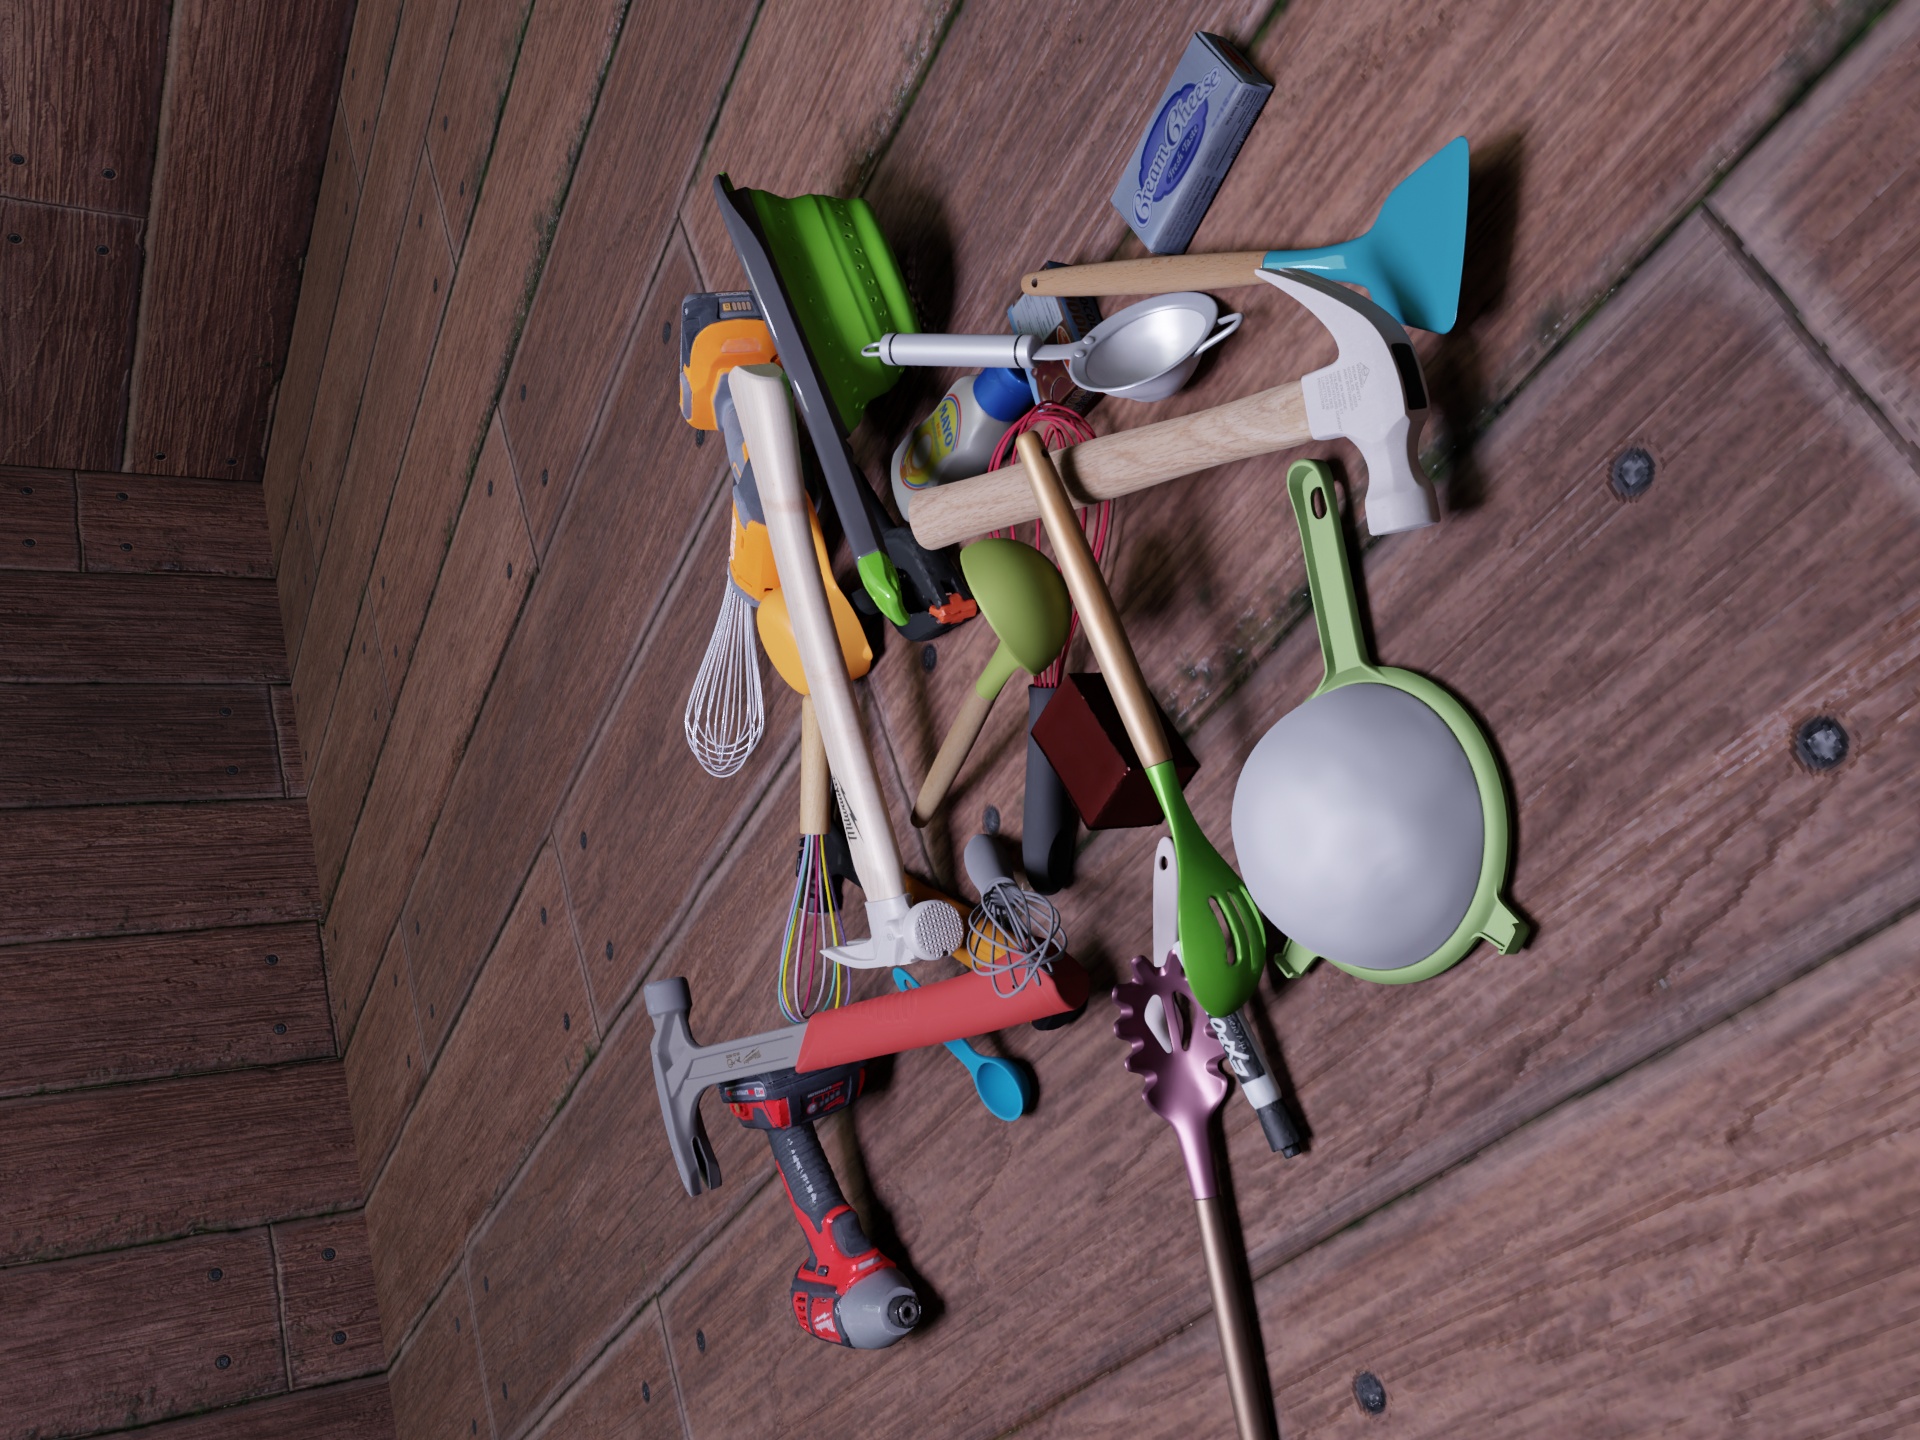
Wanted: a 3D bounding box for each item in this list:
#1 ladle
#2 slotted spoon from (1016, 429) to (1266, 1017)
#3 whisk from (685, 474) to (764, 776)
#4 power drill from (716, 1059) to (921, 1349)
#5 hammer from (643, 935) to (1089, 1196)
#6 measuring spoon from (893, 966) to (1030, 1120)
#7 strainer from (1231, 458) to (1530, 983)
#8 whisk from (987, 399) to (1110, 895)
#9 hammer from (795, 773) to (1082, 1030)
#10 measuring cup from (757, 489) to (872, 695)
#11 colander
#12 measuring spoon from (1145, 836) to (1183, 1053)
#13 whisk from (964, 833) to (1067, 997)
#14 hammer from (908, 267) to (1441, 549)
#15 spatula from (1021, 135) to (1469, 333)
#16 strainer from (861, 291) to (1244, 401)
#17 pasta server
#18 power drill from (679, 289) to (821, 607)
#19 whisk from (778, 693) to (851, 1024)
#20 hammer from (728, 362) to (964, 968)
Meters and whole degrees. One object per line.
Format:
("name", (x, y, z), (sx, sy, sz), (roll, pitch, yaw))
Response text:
("ladle", (-0.001, -0.003, 0.944), (0.078, 0.062, 0.320), (65, 156, 21))
("slotted spoon", (0.090, -0.002, 0.807), (0.031, 0.070, 0.314), (-25, 85, 40))
("whisk", (-0.185, -0.095, 1.315), (0.070, 0.070, 0.284), (9, 93, 57))
("power drill", (-0.093, 0.338, 1.135), (0.143, 0.078, 0.220), (-24, 83, 58))
("hammer", (-0.069, 0.208, 1.011), (0.359, 0.036, 0.149), (-20, 81, 37))
("measuring spoon", (0.003, 0.203, 1.027), (0.129, 0.021, 0.042), (45, 136, 26))
("strainer", (0.168, -0.002, 0.748), (0.151, 0.069, 0.256), (-21, 74, 56))
("whisk", (0.051, -0.040, 0.944), (0.073, 0.073, 0.296), (14, 107, 57))
("hammer", (-0.024, 0.120, 1.083), (0.337, 0.034, 0.127), (24, 112, 55))
("measuring cup", (-0.116, -0.090, 1.137), (0.095, 0.052, 0.173), (42, 155, 37))
("colander", (-0.061, -0.224, 1.030), (0.204, 0.094, 0.398), (66, -177, -54))
("measuring spoon", (0.109, 0.127, 0.890), (0.034, 0.018, 0.124), (4, 93, 57))
("whisk", (0.023, 0.105, 0.929), (0.239, 0.055, 0.055), (-116, 31, -79))
("hammer", (0.087, -0.135, 0.810), (0.331, 0.031, 0.130), (-7, 94, 48))
("spatula", (0.131, -0.232, 0.809), (0.318, 0.044, 0.082), (13, 105, 50))
("strainer", (0.047, -0.208, 0.899), (0.258, 0.087, 0.050), (10, 143, 34))
("pasta server", (0.135, 0.279, 0.835), (0.040, 0.060, 0.316), (45, -146, -77))
("power drill", (-0.156, -0.220, 1.202), (0.164, 0.084, 0.227), (108, 150, -56))
("whisk", (-0.109, 0.103, 1.146), (0.047, 0.051, 0.245), (1, 90, 63))
("hammer", (-0.096, -0.036, 1.068), (0.146, 0.038, 0.411), (-20, 84, 58))
